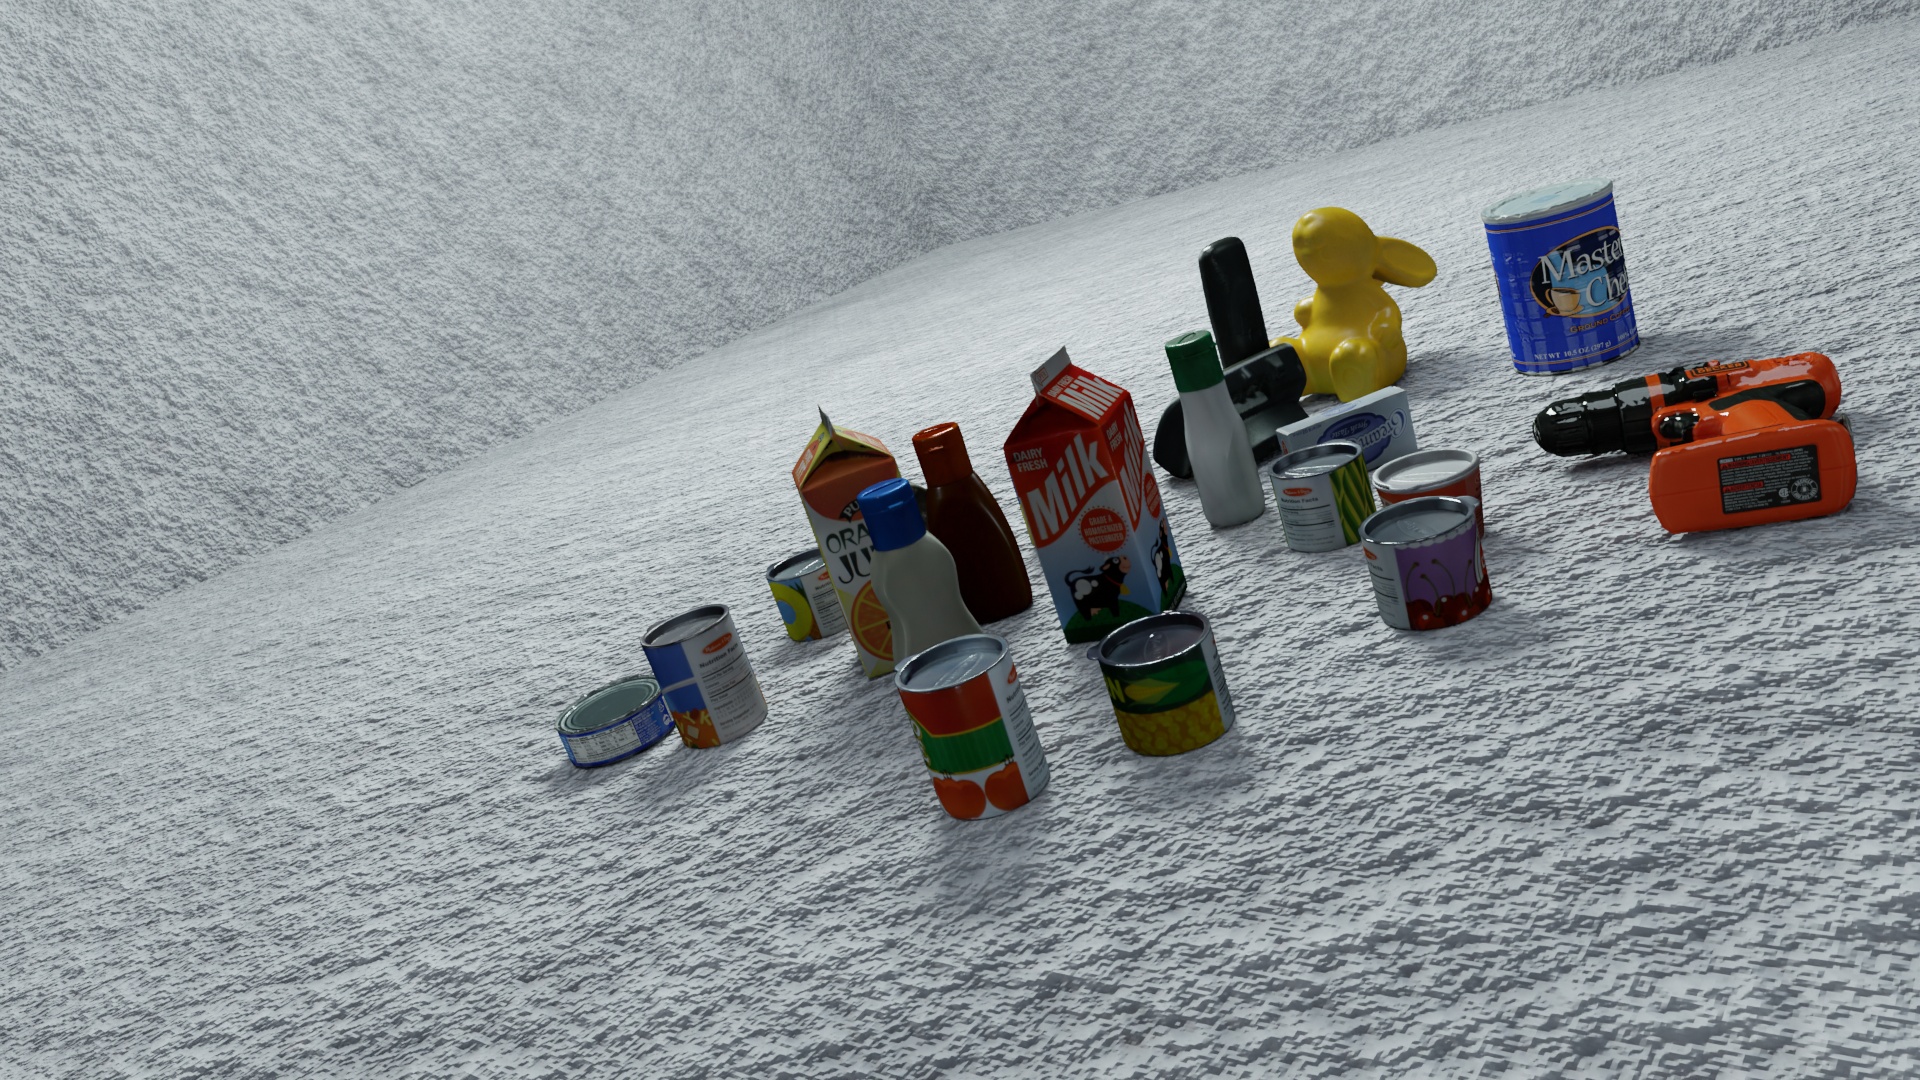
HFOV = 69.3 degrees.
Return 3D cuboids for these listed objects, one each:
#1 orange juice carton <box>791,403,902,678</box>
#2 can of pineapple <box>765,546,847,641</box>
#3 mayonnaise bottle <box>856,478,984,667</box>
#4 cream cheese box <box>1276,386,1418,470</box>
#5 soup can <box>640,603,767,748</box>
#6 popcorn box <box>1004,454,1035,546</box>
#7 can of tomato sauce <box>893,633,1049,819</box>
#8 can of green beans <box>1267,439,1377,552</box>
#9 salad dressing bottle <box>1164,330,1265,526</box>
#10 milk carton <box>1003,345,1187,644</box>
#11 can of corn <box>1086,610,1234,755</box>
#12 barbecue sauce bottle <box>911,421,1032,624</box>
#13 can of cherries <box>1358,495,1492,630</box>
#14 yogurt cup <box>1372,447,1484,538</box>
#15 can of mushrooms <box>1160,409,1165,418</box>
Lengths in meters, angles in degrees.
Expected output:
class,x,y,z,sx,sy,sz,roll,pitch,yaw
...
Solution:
class,x,y,z,sx,sy,sz,roll,pitch,yaw
orange juice carton,-0.068,-0.006,1.007,0.073,0.192,0.072,-20,17,-6
can of pineapple,-0.120,0.043,1.139,0.071,0.057,0.071,-17,17,5
mayonnaise bottle,-0.028,0.032,0.921,0.065,0.147,0.041,-24,17,-17
cream cheese box,0.302,-0.078,1.082,0.104,0.053,0.024,-21,17,-8
soup can,-0.184,0.097,0.995,0.071,0.083,0.071,-17,17,5
popcorn box,0.097,-0.059,1.181,0.038,0.085,0.127,-3,23,42
can of tomato sauce,0.005,0.104,0.776,0.071,0.083,0.071,-17,17,5
can of green beans,0.256,-0.031,0.977,0.071,0.057,0.071,-17,17,5
salad dressing bottle,0.193,-0.085,1.059,0.044,0.147,0.064,-7,20,34
milk carton,0.087,-0.033,0.932,0.073,0.190,0.073,-10,19,27
can of corn,0.113,0.080,0.779,0.071,0.058,0.071,-17,17,5
barbecue sauce bottle,0.004,-0.013,1.029,0.065,0.148,0.044,-16,17,11
can of cherries,0.277,0.012,0.819,0.071,0.058,0.072,-17,17,5
yogurt cup,0.309,-0.024,0.908,0.072,0.053,0.072,-17,17,5
can of mushrooms,0.222,-0.109,1.298,0.071,0.033,0.071,-17,17,5
